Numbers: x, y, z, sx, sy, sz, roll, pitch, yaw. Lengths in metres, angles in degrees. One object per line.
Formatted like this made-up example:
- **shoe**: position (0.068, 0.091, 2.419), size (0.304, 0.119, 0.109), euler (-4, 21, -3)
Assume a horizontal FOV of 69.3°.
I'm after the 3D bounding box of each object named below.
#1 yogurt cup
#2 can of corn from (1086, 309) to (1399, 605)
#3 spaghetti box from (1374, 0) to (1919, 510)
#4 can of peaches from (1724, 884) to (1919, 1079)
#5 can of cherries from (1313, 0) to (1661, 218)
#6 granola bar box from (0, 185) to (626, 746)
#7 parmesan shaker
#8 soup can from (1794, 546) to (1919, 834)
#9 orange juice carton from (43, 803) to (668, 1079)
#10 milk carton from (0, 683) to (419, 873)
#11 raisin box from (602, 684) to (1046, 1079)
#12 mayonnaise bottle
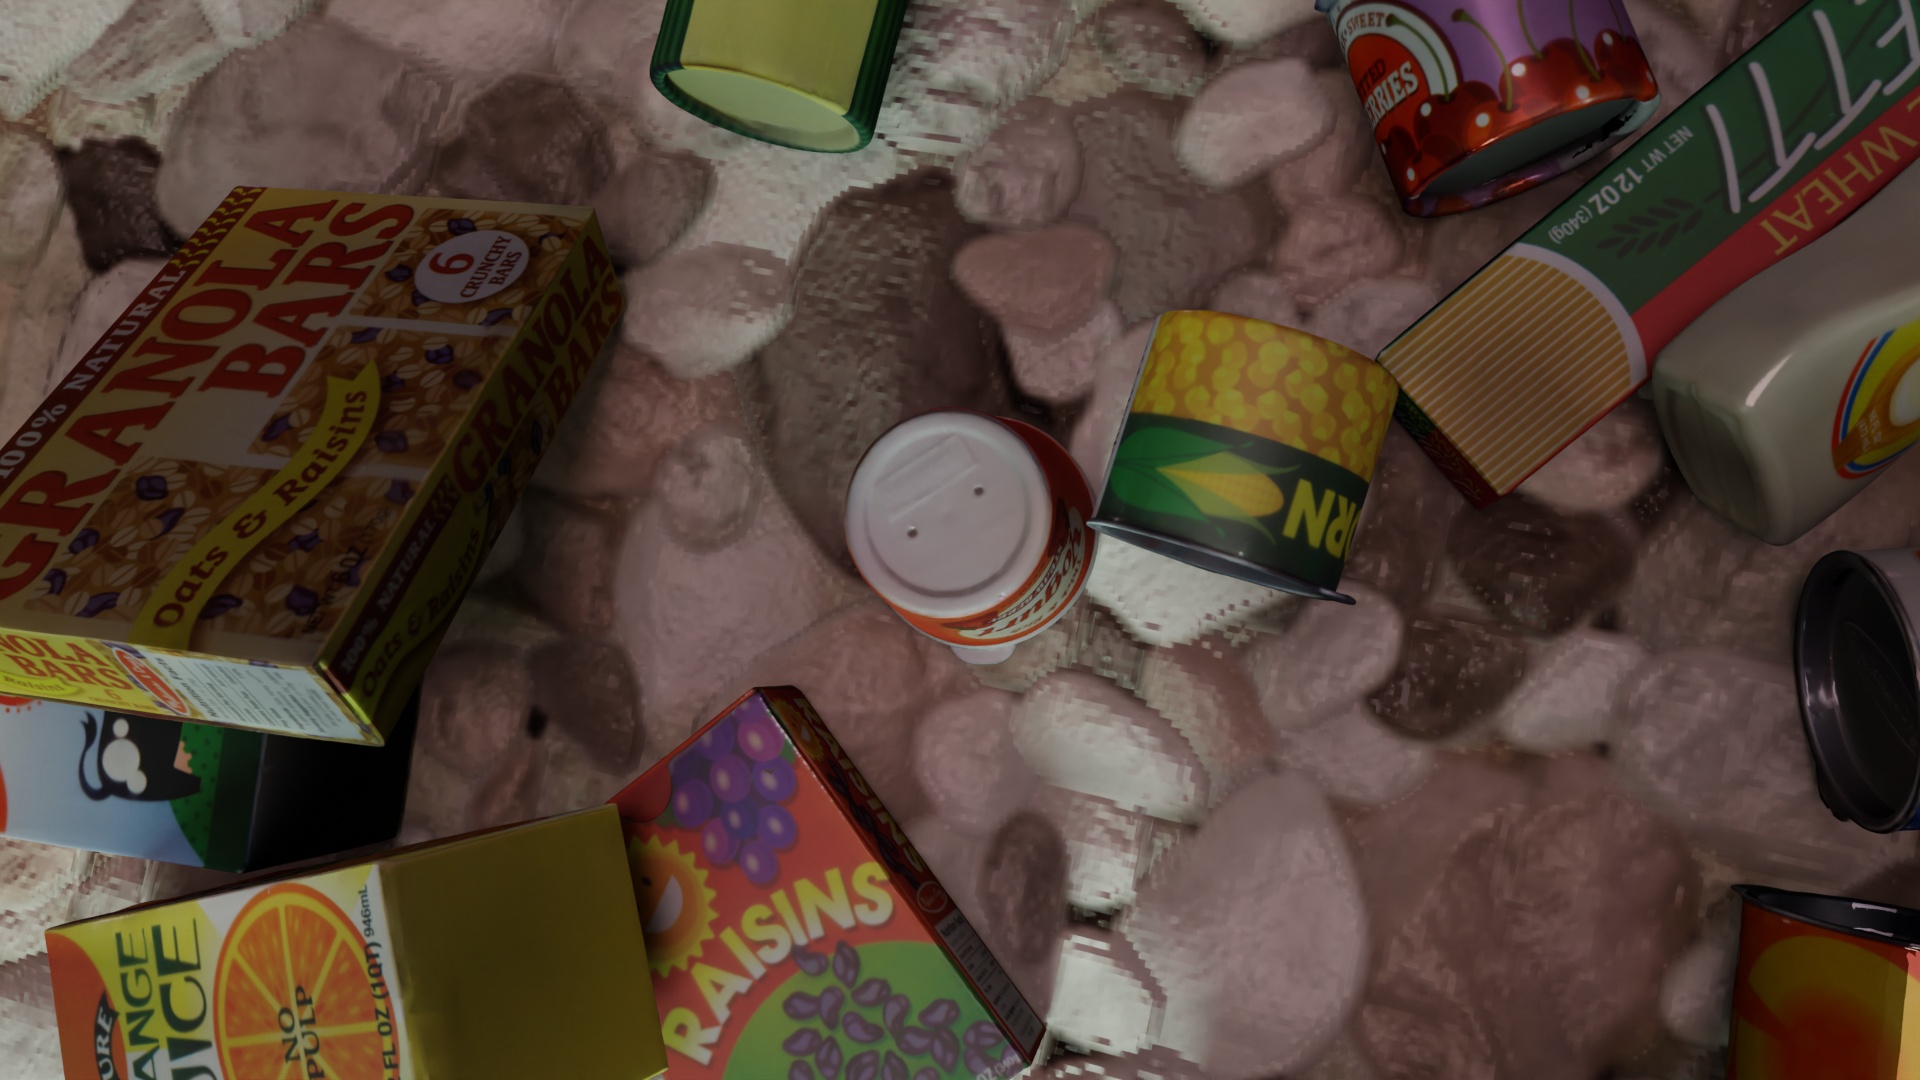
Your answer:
- **yogurt cup**: position (0.001, -0.005, 0.377), size (0.072, 0.054, 0.072), euler (-1, 84, 11)
- **can of corn**: position (0.075, -0.021, 0.357), size (0.071, 0.071, 0.058), euler (17, 88, 12)
- **spaghetti box**: position (0.218, -0.107, 0.357), size (0.250, 0.028, 0.050), euler (-40, 80, 5)
- **can of peaches**: position (0.213, 0.116, 0.321), size (0.071, 0.071, 0.058), euler (7, 87, 12)
- **can of cherries**: position (0.133, -0.122, 0.356), size (0.071, 0.071, 0.058), euler (-19, 83, 9)
- **granola bar box**: position (-0.181, -0.029, 0.379), size (0.124, 0.038, 0.166), euler (6, 51, 12)
- **parmesan shaker**: position (-0.047, -0.171, 0.395), size (0.071, 0.071, 0.103), euler (14, 89, 12)
- **soup can**: position (0.251, 0.034, 0.321), size (0.084, 0.071, 0.071), euler (-5, 84, 10)
- **orange juice carton**: position (-0.178, 0.125, 0.374), size (0.192, 0.073, 0.072), euler (-17, 83, 30)
- **milk carton**: position (-0.269, 0.046, 0.415), size (0.190, 0.072, 0.073), euler (5, 87, 12)
- **raisin box**: position (-0.048, 0.113, 0.383), size (0.086, 0.040, 0.123), euler (-39, 78, 6)
- **mayonnaise bottle**: position (0.241, -0.065, 0.334), size (0.148, 0.064, 0.041), euler (-38, 38, 4)
